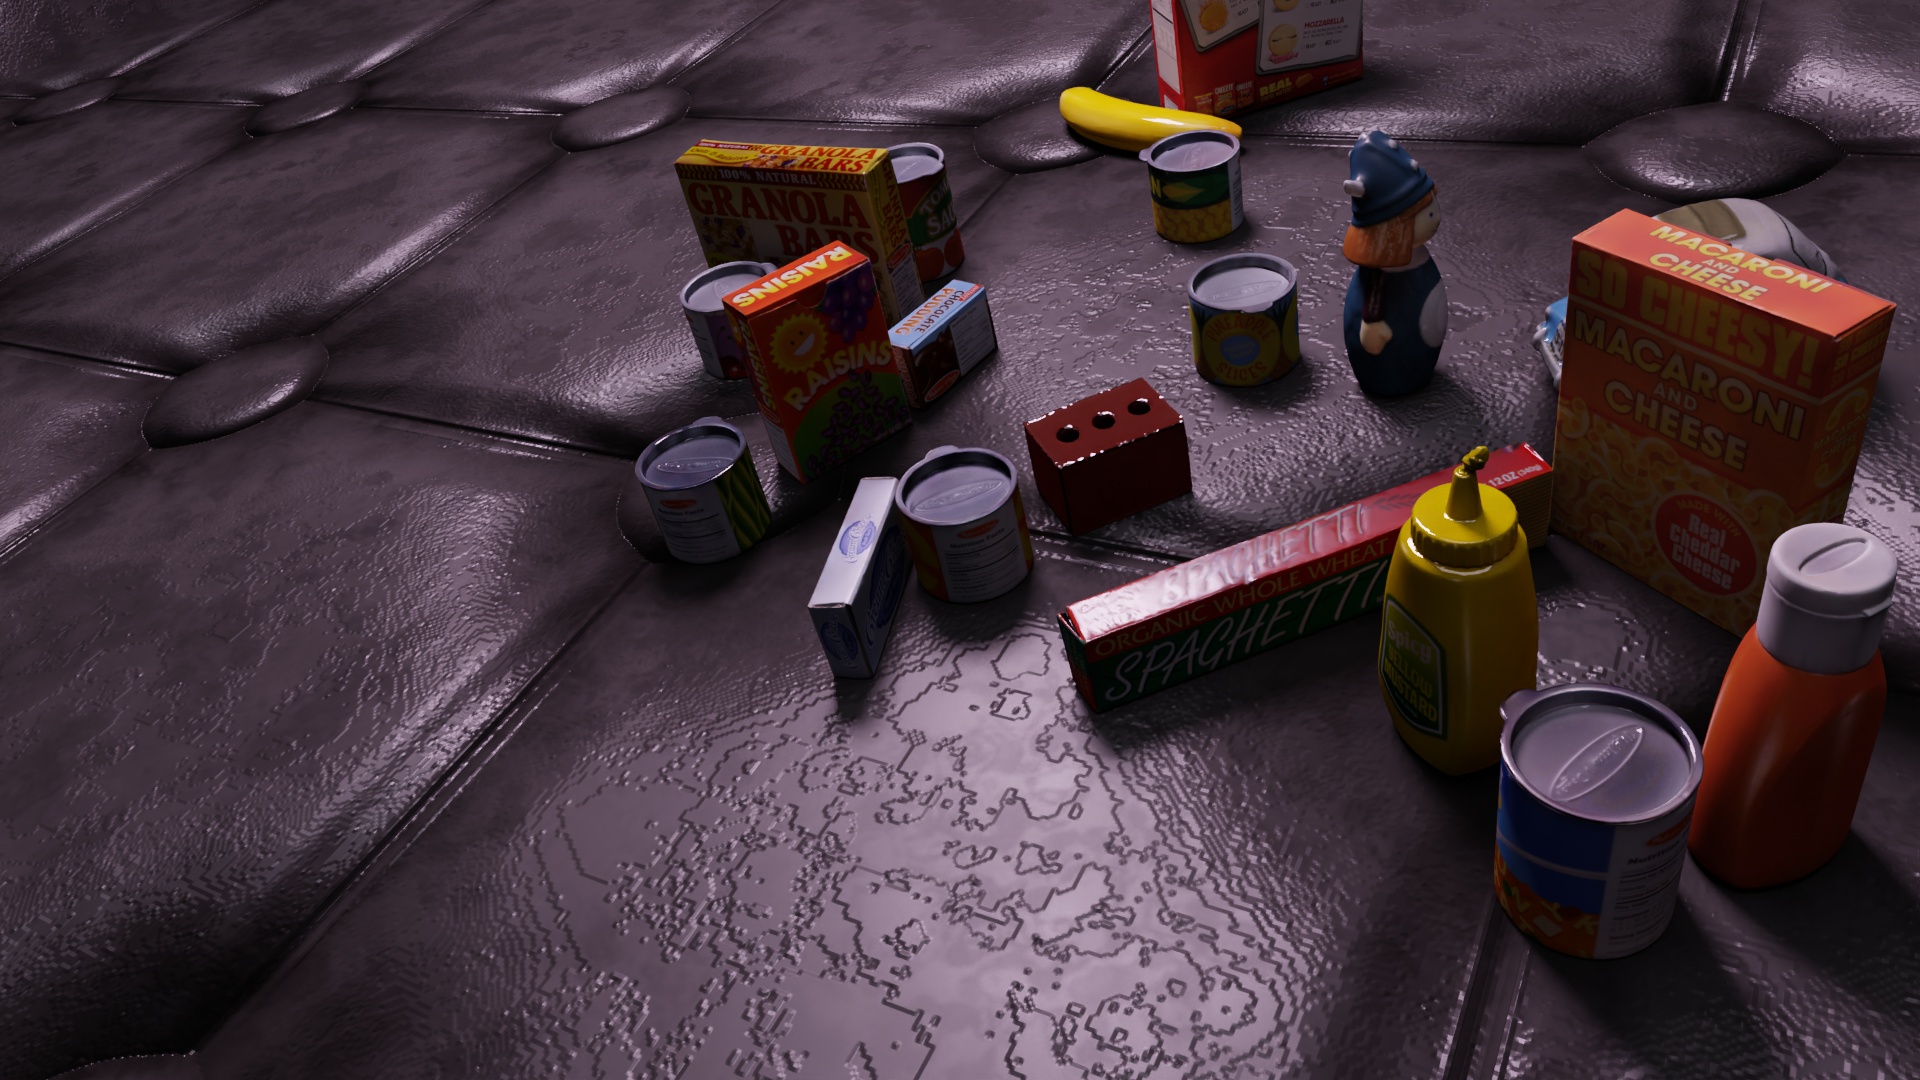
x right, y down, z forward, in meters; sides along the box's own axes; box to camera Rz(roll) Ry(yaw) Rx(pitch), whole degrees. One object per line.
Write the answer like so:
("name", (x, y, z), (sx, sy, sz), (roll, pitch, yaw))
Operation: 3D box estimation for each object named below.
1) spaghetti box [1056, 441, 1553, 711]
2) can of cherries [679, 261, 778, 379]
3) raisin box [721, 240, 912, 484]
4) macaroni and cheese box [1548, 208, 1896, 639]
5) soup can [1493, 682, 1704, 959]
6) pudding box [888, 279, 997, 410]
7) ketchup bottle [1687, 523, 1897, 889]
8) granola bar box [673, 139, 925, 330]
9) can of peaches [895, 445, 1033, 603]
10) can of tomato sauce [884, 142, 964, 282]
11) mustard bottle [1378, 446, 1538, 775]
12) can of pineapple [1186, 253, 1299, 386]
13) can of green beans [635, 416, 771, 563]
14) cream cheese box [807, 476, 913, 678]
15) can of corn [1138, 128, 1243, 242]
("spaghetti box", (0.170, 0.017, 0.675), (0.250, 0.050, 0.029), (-20, 39, -7))
("can of cherries", (-0.155, -0.156, 0.980), (0.071, 0.058, 0.072), (-8, 39, 7))
("raisin box", (-0.085, -0.108, 0.848), (0.086, 0.122, 0.040), (-30, 41, -20))
("macaroni and cheese box", (0.327, -0.050, 0.617), (0.040, 0.165, 0.124), (-28, 40, -17))
("soup can", (0.234, 0.104, 0.522), (0.071, 0.083, 0.072), (-9, 39, 7))
("pudding box", (-0.014, -0.129, 0.912), (0.030, 0.049, 0.084), (19, 49, 35))
("ketchup bottle", (0.302, 0.061, 0.502), (0.065, 0.148, 0.044), (-24, 39, -12))
("granola bar box", (-0.113, -0.219, 0.992), (0.165, 0.123, 0.039), (12, 45, 29))
("can of peaches", (0.003, -0.009, 0.752), (0.071, 0.057, 0.071), (-8, 39, 7))
("can of tomato sauce", (-0.035, -0.241, 1.029), (0.071, 0.082, 0.071), (-9, 39, 7))
("mustard bottle", (0.203, 0.025, 0.567), (0.049, 0.159, 0.065), (-23, 39, -11))
("can of pineapple", (0.174, -0.135, 0.854), (0.071, 0.057, 0.071), (-8, 39, 7))
("can of green beans", (-0.151, -0.028, 0.822), (0.071, 0.057, 0.071), (-8, 39, 7))
("cream cheese box", (-0.050, 0.019, 0.738), (0.024, 0.053, 0.104), (-1, 40, 16))
("can of corn", (0.168, -0.256, 1.005), (0.071, 0.058, 0.071), (-8, 39, 7))
